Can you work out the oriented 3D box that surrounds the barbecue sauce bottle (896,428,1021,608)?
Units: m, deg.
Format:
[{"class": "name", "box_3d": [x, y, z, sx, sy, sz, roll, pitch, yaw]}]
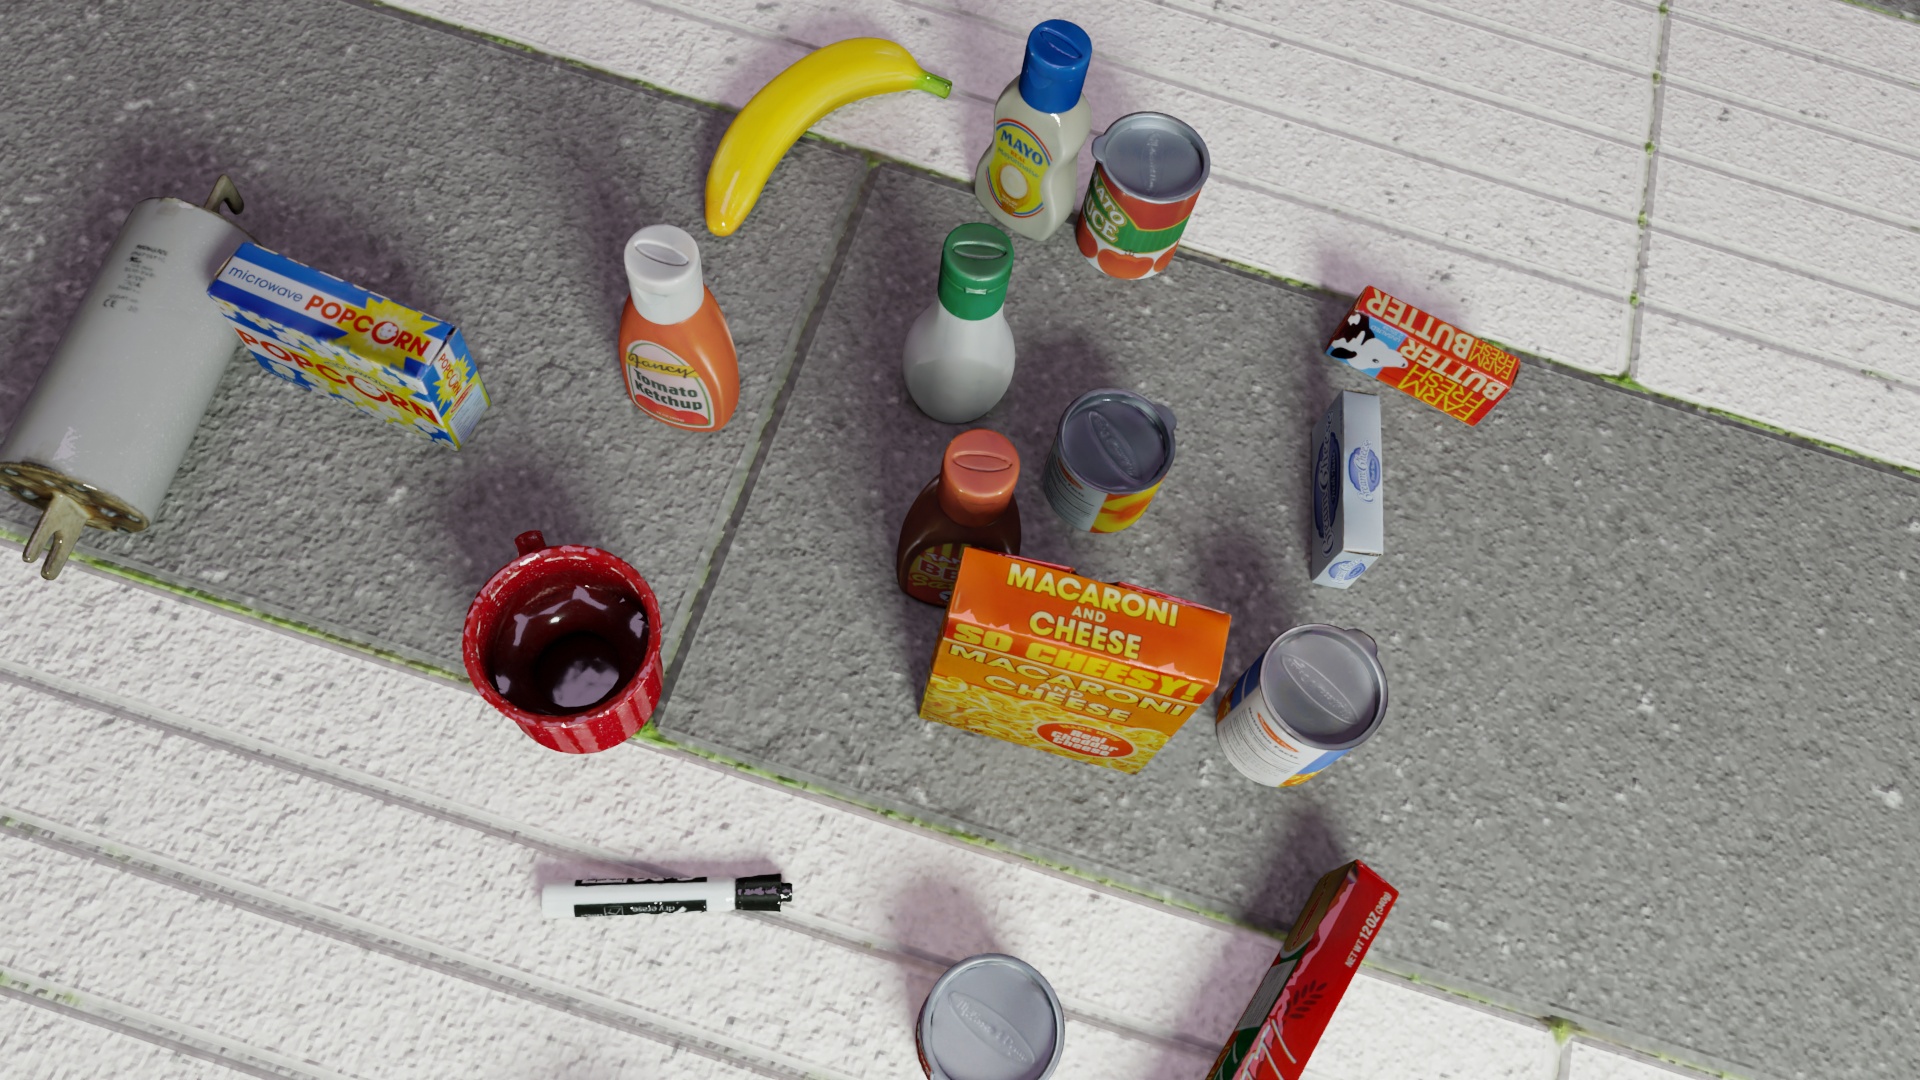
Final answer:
[{"class": "barbecue sauce bottle", "box_3d": [0.003, -0.009, 0.715, 0.065, 0.148, 0.044, 6, 67, -4]}]

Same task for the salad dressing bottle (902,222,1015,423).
[{"class": "salad dressing bottle", "box_3d": [0.002, -0.117, 0.762, 0.064, 0.147, 0.044, 5, 67, -4]}]

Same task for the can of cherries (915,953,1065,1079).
[{"class": "can of cherries", "box_3d": [0.010, 0.235, 0.659, 0.071, 0.058, 0.072, 2, 67, -5]}]

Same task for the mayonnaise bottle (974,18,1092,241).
[{"class": "mayonnaise bottle", "box_3d": [0.046, -0.242, 0.821, 0.065, 0.147, 0.041, 37, 68, 9]}]

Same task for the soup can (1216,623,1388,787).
[{"class": "soup can", "box_3d": [0.179, 0.087, 0.729, 0.071, 0.083, 0.071, 2, 67, -5]}]

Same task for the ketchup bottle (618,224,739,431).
[{"class": "ketchup bottle", "box_3d": [-0.153, -0.112, 0.741, 0.065, 0.148, 0.044, 18, 66, 2]}]

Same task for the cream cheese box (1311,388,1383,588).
[{"class": "cream cheese box", "box_3d": [0.222, -0.029, 0.800, 0.024, 0.053, 0.104, 8, 66, -3]}]

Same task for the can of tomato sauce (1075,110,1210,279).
[{"class": "can of tomato sauce", "box_3d": [0.108, -0.209, 0.849, 0.071, 0.082, 0.071, 2, 67, -5]}]

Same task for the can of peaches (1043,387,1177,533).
[{"class": "can of peaches", "box_3d": [0.085, -0.045, 0.789, 0.071, 0.057, 0.071, 2, 67, -5]}]

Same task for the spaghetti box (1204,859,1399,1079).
[{"class": "spaghetti box", "box_3d": [0.134, 0.265, 0.664, 0.029, 0.050, 0.251, 34, 67, 8]}]

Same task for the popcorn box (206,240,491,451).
[{"class": "popcorn box", "box_3d": [-0.328, -0.104, 0.752, 0.127, 0.085, 0.038, 22, 66, 3]}]

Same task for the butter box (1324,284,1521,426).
[{"class": "butter box", "box_3d": [0.280, -0.111, 0.843, 0.103, 0.053, 0.024, 28, 67, 6]}]

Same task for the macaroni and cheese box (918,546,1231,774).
[{"class": "macaroni and cheese box", "box_3d": [0.048, 0.063, 0.679, 0.124, 0.165, 0.040, 14, 66, 0]}]
